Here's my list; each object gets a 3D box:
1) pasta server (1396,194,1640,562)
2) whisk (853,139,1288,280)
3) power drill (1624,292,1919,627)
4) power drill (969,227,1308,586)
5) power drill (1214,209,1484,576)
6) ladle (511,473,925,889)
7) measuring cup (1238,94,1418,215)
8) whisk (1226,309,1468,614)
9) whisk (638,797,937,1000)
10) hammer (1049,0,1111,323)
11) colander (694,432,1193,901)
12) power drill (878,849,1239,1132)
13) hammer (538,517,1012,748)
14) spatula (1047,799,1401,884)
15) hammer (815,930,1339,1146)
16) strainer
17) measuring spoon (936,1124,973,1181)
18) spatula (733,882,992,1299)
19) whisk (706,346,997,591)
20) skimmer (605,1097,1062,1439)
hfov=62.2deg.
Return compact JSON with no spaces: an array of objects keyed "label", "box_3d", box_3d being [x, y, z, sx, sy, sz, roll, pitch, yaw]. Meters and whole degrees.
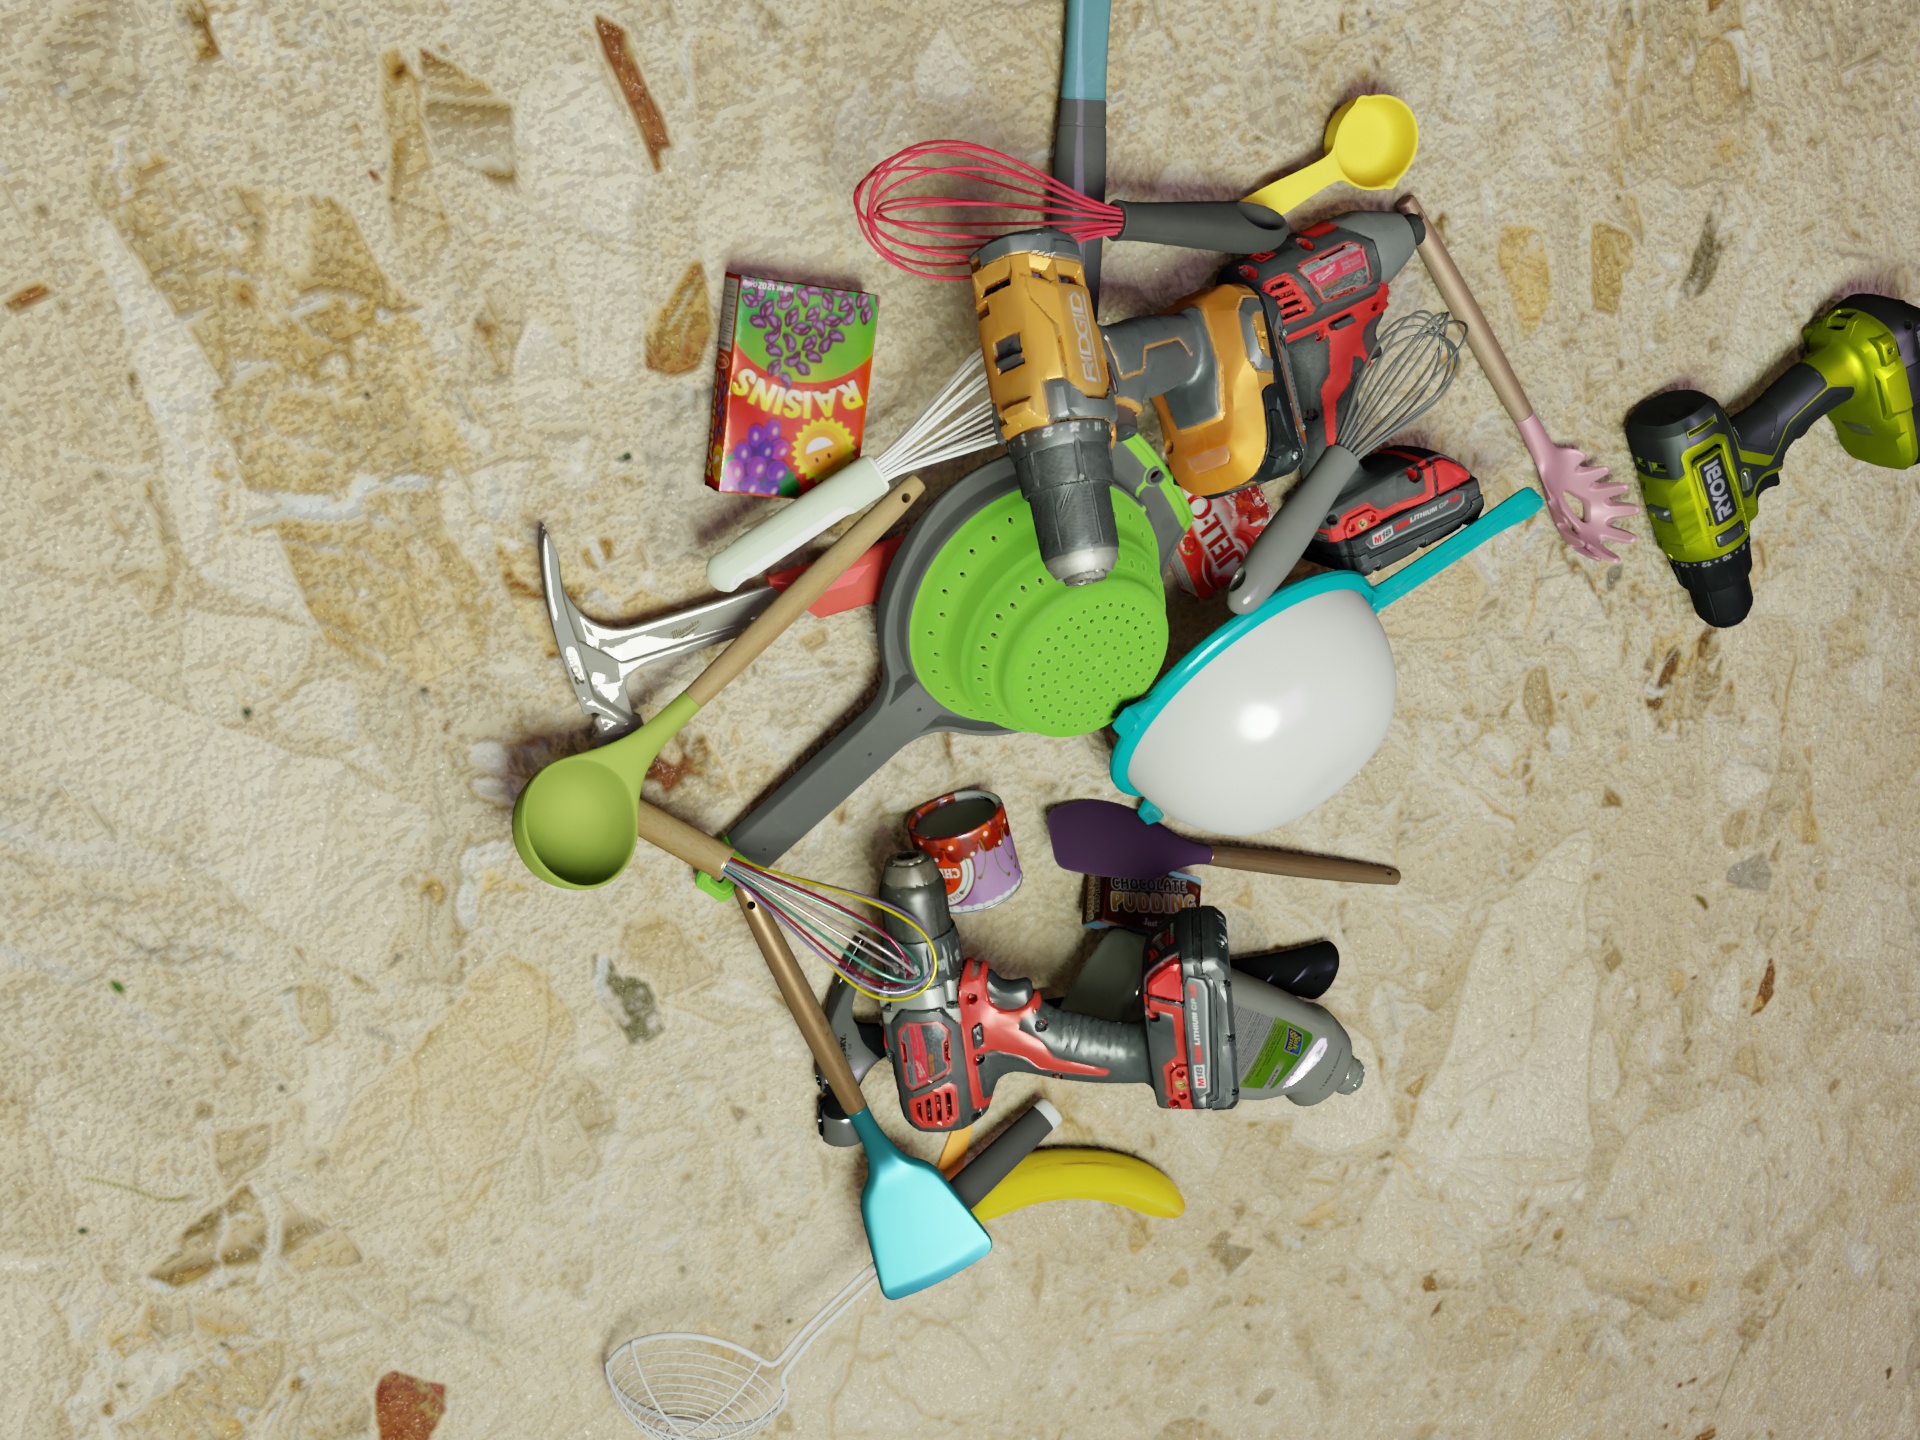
[{"label":"pasta server","box_3d":[0.386,-0.233,1.107,0.060,0.040,0.316,-48,118,-14]},{"label":"whisk","box_3d":[0.073,-0.288,0.911,0.295,0.073,0.073,-7,111,-30]},{"label":"power drill","box_3d":[0.618,-0.194,1.192,0.228,0.080,0.190,-33,117,-5]},{"label":"power drill","box_3d":[0.104,-0.169,0.897,0.226,0.084,0.185,-6,84,-46]},{"label":"power drill","box_3d":[0.261,-0.219,1.043,0.143,0.079,0.219,-27,113,-11]},{"label":"ladle","box_3d":[-0.134,-0.028,0.926,0.320,0.062,0.078,-45,118,-4]},{"label":"measuring cup","box_3d":[0.216,-0.344,1.013,0.156,0.029,0.062,-29,117,3]},{"label":"whisk","box_3d":[0.233,-0.158,0.963,0.055,0.055,0.239,43,77,-28]},{"label":"whisk","box_3d":[-0.125,0.102,0.968,0.245,0.051,0.047,28,120,2]},{"label":"hammer","box_3d":[0.071,-0.353,0.942,0.128,0.033,0.331,-5,110,-19]},{"label":"colander","box_3d":[-0.002,-0.003,0.979,0.397,0.095,0.204,-42,134,5]},{"label":"power drill","box_3d":[0.057,0.167,1.009,0.226,0.080,0.187,-5,107,9]},{"label":"hammer","box_3d":[-0.070,-0.095,0.977,0.359,0.037,0.149,-19,114,-14]},{"label":"spatula","box_3d":[0.198,0.097,1.152,0.315,0.060,0.018,9,147,-28]},{"label":"hammer","box_3d":[0.094,0.202,1.148,0.408,0.036,0.149,-6,109,-20]},{"label":"strainer","box_3d":[0.260,-0.028,1.032,0.340,0.095,0.210,-34,156,-3]},{"label":"measuring spoon","box_3d":[-0.003,0.320,1.164,0.021,0.011,0.117,11,104,-24]},{"label":"spatula","box_3d":[-0.076,0.240,1.049,0.082,0.044,0.317,-25,111,-4]},{"label":"whisk","box_3d":[-0.041,-0.147,0.920,0.246,0.057,0.059,-34,83,-3]},{"label":"skimmer","box_3d":[-0.085,0.384,1.138,0.363,0.090,0.127,-39,124,-14]}]
